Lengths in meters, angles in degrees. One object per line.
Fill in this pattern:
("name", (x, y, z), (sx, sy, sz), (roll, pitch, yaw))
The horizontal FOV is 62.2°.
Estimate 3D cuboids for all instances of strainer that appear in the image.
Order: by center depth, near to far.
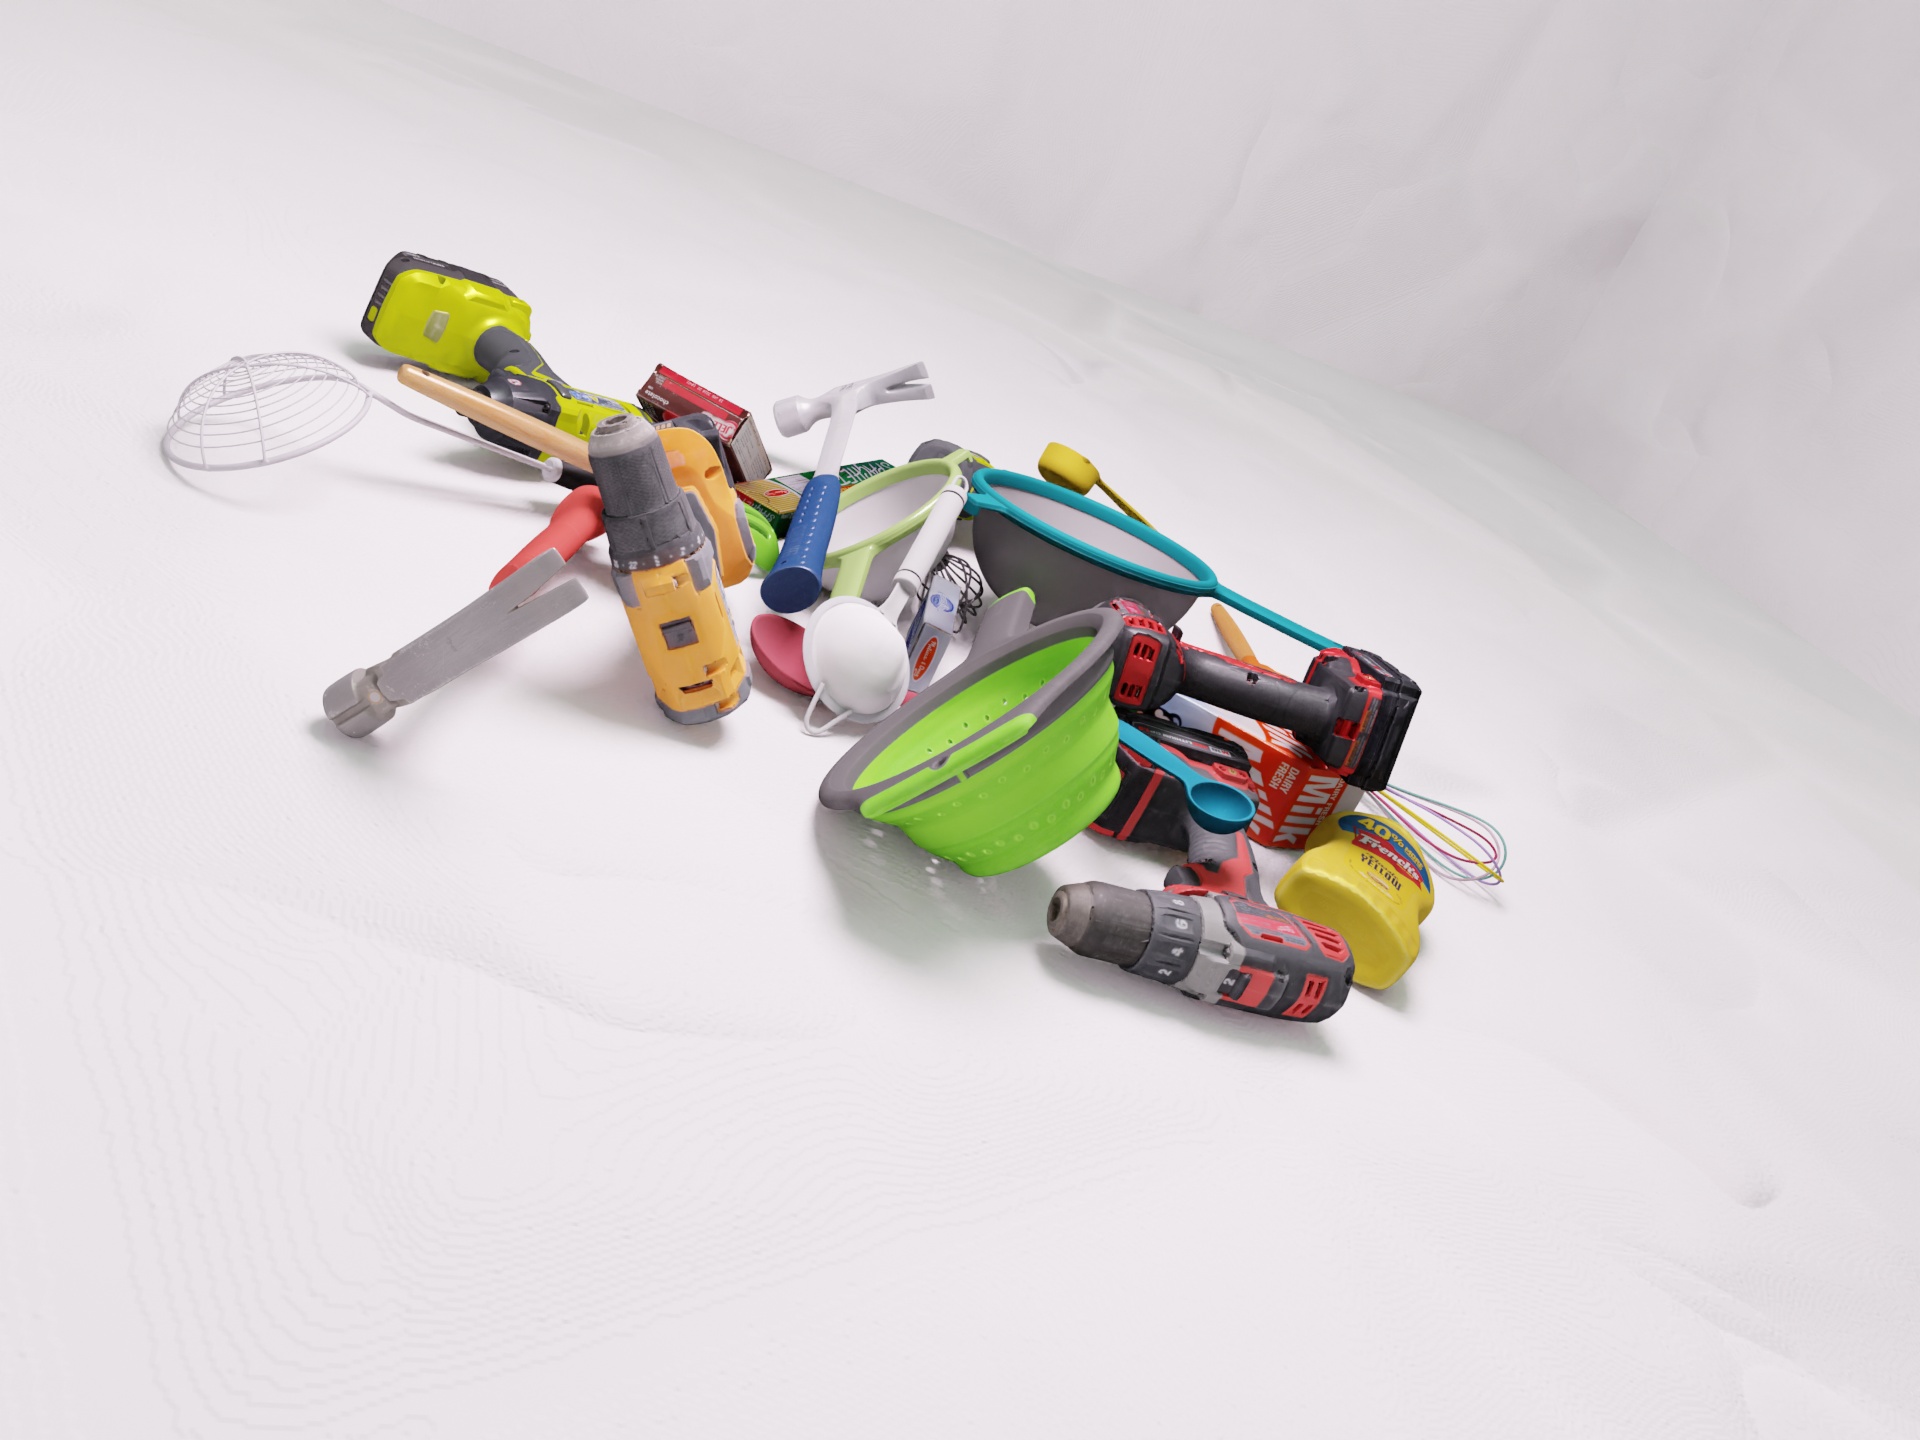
("strainer", (-0.039, -0.089, 1.081), (0.086, 0.050, 0.259), (45, 46, -22))
("strainer", (-0.061, -0.109, 1.180), (0.257, 0.151, 0.069), (-80, 146, -58))
("strainer", (0.148, -0.087, 1.261), (0.340, 0.095, 0.211), (27, 18, 3))

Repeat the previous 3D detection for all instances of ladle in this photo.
("ladle", (-0.002, -0.004, 1.100), (0.315, 0.031, 0.069), (19, 35, -18))

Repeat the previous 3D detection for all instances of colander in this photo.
("colander", (0.036, 0.000, 1.008), (0.094, 0.204, 0.397), (58, 15, -12))

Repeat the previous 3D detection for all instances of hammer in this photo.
("hammer", (-0.252, -0.094, 0.952), (0.036, 0.149, 0.359), (57, 11, -16))
("hammer", (-0.101, -0.191, 1.240), (0.144, 0.035, 0.406), (-15, 28, 11))

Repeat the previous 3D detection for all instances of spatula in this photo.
("spatula", (0.254, -0.049, 1.420), (0.081, 0.041, 0.323), (-8, 19, 3))

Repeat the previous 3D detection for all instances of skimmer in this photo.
("skimmer", (-0.349, -0.168, 1.103), (0.363, 0.090, 0.127), (16, 17, -43))

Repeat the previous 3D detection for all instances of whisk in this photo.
("whisk", (0.339, 0.056, 1.283), (0.047, 0.051, 0.245), (-7, 36, -41))
("whisk", (-0.019, -0.132, 1.327), (0.055, 0.055, 0.239), (17, 21, -17))

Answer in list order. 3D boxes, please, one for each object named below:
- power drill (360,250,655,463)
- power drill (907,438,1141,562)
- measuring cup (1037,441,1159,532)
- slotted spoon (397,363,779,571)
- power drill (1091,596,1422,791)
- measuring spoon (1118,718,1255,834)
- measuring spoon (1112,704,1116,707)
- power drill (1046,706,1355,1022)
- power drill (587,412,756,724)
("power drill", (-0.358, -0.272, 1.231), (0.223, 0.080, 0.171), (42, 21, 29))
("power drill", (0.070, -0.180, 1.449), (0.228, 0.080, 0.190), (29, 9, 11))
("measuring cup", (0.134, -0.199, 1.477), (0.156, 0.029, 0.062), (38, -8, -19))
("slotted spoon", (-0.251, -0.180, 1.132), (0.313, 0.031, 0.070), (22, 29, -38))
("power drill", (0.186, -0.028, 1.084), (0.219, 0.078, 0.143), (15, 14, -7))
("measuring spoon", (0.126, 0.034, 0.982), (0.042, 0.021, 0.129), (-15, 40, -41))
("measuring spoon", (0.082, 0.019, 1.104), (0.034, 0.018, 0.124), (42, 42, 3))
("power drill", (0.126, 0.087, 0.983), (0.187, 0.080, 0.227), (16, 29, -19))
("power drill", (-0.183, -0.124, 0.996), (0.084, 0.185, 0.226), (-15, 29, -1))
